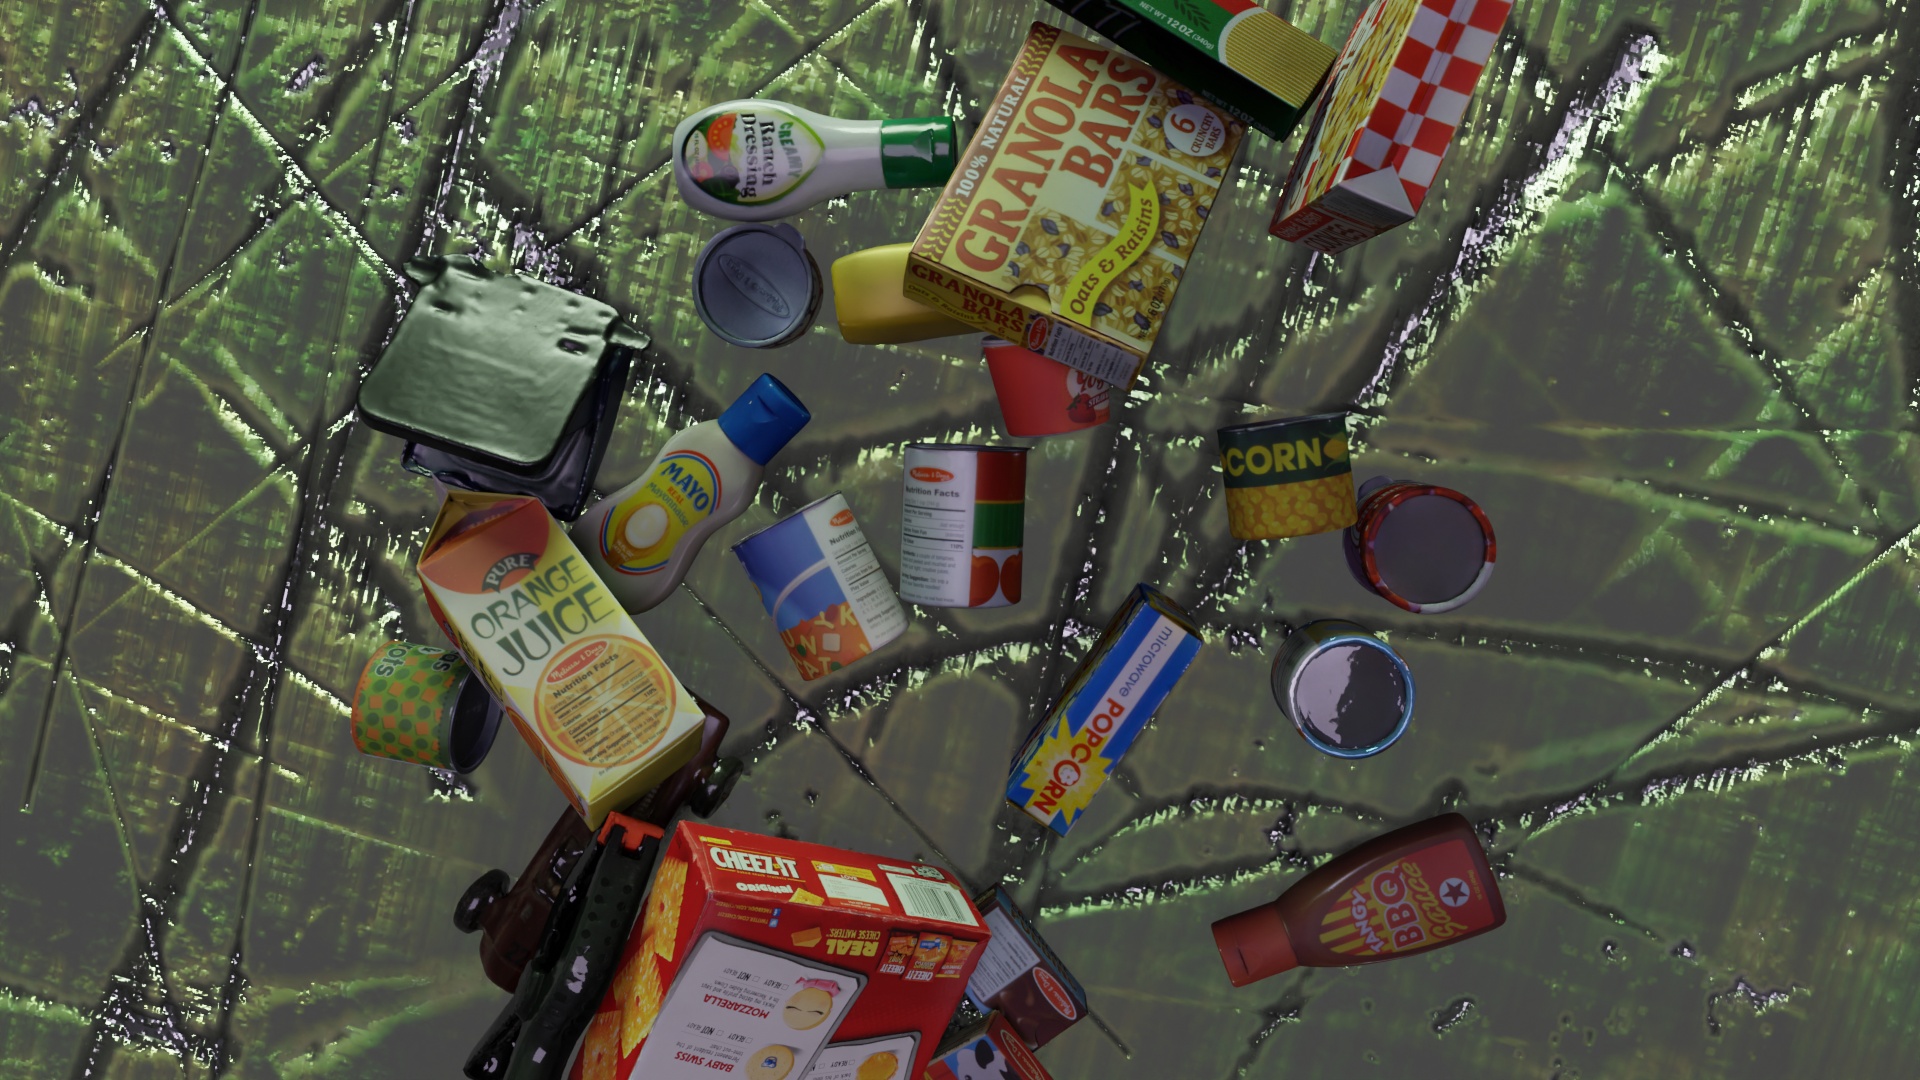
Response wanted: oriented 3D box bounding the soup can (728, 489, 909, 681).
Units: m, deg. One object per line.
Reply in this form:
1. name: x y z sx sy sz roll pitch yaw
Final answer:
1. soup can: -0.077 0.025 0.749 0.071 0.071 0.083 -27 92 6

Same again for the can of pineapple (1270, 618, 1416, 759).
1. can of pineapple: 0.203 0.078 0.733 0.071 0.058 0.071 0 95 4

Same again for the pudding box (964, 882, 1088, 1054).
1. pudding box: 0.027 0.240 0.775 0.049 0.030 0.083 -38 91 6

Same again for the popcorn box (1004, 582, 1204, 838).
1. popcorn box: 0.075 0.085 0.731 0.038 0.085 0.126 35 96 0

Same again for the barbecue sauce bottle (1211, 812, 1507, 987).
1. barbecue sauce bottle: 0.211 0.200 0.750 0.148 0.044 0.065 -21 94 6

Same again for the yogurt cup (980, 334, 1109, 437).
1. yogurt cup: 0.048 -0.086 0.731 0.072 0.072 0.053 -8 102 5

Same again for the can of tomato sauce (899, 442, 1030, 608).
1. can of tomato sauce: 0.003 -0.009 0.740 0.071 0.071 0.083 3 95 5

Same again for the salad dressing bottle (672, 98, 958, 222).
1. salad dressing bottle: -0.076 -0.204 0.741 0.148 0.044 0.064 -2 92 5

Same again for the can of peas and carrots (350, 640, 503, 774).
1. can of peas and carrots: -0.294 0.090 0.771 0.059 0.071 0.071 9 96 5

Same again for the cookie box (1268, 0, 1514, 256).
1. cookie box: 0.200 -0.206 0.657 0.040 0.167 0.122 23 96 0

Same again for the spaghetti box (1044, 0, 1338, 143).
1. spaghetti box: 0.073 -0.289 0.711 0.250 0.028 0.050 33 64 5

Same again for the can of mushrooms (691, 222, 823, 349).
1. can of mushrooms: -0.108 -0.139 0.754 0.071 0.033 0.071 0 94 5

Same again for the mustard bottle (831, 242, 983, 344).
1. mustard bottle: 0.014 -0.136 0.732 0.160 0.065 0.049 -8 88 -1

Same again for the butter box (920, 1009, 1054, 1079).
1. butter box: -0.002 0.305 0.768 0.103 0.024 0.053 -38 90 28

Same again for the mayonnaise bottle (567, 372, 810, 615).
1. mayonnaise bottle: -0.146 -0.029 0.762 0.148 0.041 0.065 -44 87 7

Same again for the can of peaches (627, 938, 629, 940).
1. can of peaches: -0.139 0.217 0.770 0.071 0.071 0.058 34 96 1

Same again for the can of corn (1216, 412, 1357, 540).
1. can of corn: 0.169 -0.033 0.721 0.071 0.071 0.058 -8 95 5

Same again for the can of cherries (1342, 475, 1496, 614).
1. can of cherries: 0.236 0.001 0.724 0.071 0.058 0.071 0 95 4

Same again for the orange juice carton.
1. orange juice carton: -0.220 0.050 0.728 0.073 0.071 0.193 -35 79 -24

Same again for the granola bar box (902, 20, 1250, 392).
1. granola bar box: 0.061 -0.171 0.697 0.124 0.039 0.166 24 66 3
